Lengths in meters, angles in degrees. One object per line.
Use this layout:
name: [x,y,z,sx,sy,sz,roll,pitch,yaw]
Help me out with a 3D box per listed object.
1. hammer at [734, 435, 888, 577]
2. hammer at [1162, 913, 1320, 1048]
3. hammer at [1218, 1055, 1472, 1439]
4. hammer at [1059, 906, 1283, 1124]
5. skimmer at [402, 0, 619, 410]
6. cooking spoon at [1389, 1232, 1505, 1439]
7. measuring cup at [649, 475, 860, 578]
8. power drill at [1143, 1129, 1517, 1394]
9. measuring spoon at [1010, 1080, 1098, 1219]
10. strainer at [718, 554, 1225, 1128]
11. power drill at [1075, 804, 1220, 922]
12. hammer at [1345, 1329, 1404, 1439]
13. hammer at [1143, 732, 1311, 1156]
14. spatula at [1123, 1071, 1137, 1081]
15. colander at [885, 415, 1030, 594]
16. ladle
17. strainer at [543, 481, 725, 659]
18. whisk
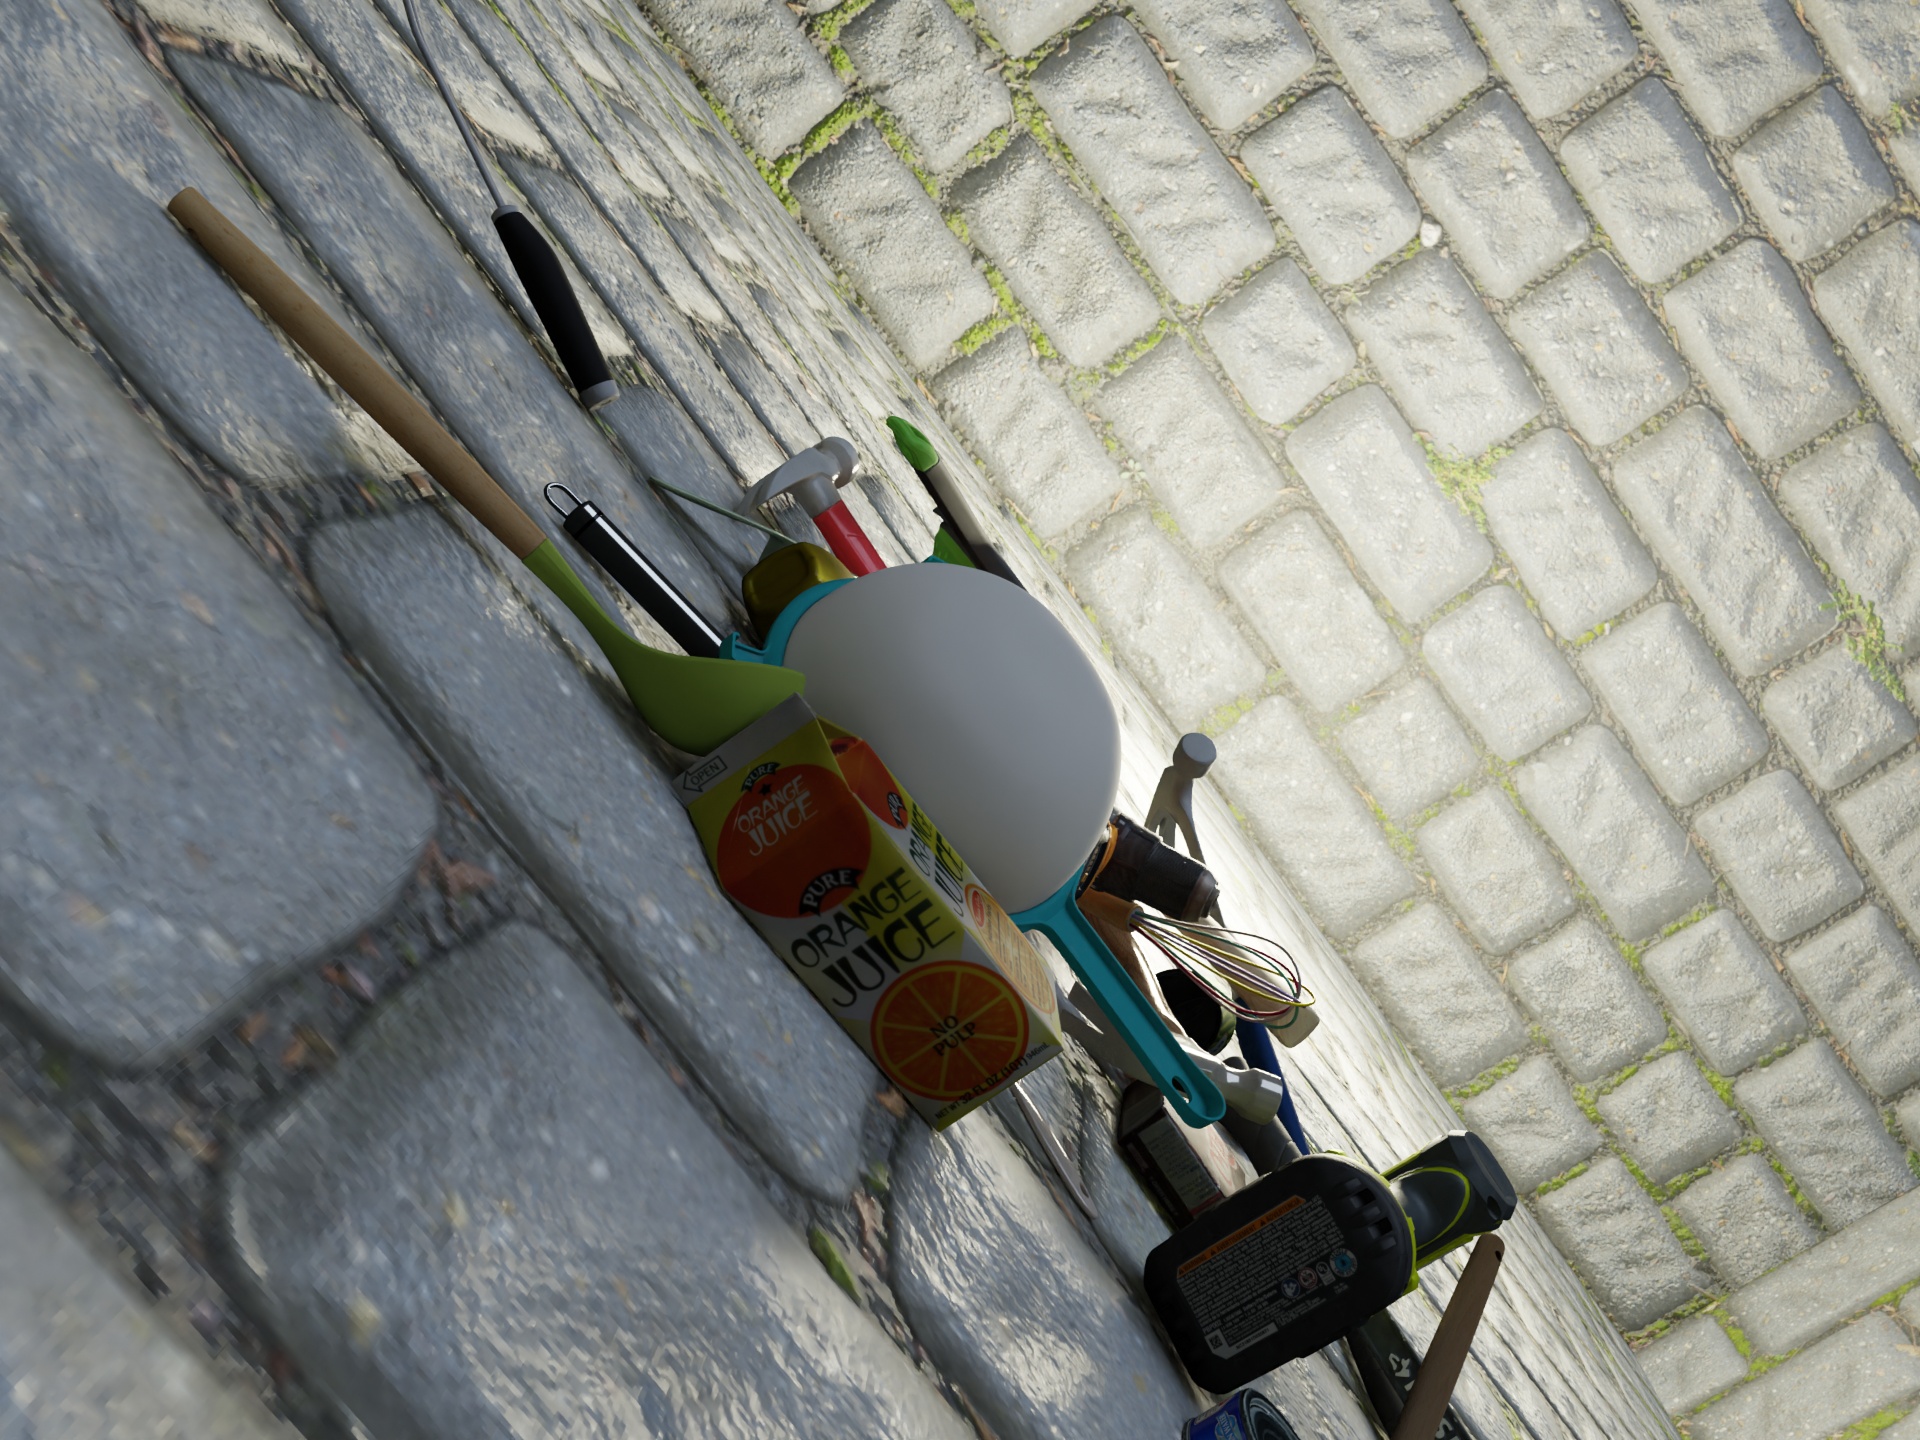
hammer: [-0.021,-0.023,1.156,0.386,0.038,0.143,57,30,-10]
hammer: [0.151,0.127,1.237,0.146,0.038,0.411,47,-1,-28]
hammer: [0.251,0.355,0.971,0.036,0.149,0.409,54,4,-37]
hammer: [0.117,0.176,1.093,0.130,0.031,0.331,21,9,-8]
skimmer: [-0.317,-0.335,0.923,0.363,0.090,0.127,63,7,-5]
cooking spoon: [0.196,0.332,0.707,0.069,0.017,0.319,56,40,-1]
measuring cup: [-0.130,-0.104,1.003,0.167,0.038,0.083,24,6,-34]
power drill: [0.196,0.290,0.859,0.223,0.171,0.080,19,37,-58]
measuring spoon: [0.043,0.200,0.829,0.124,0.018,0.034,59,11,20]
strainer: [0.047,0.047,0.793,0.340,0.095,0.211,54,37,6]
power drill: [0.067,0.076,1.003,0.185,0.084,0.226,26,2,16]
hammer: [0.289,0.462,1.036,0.128,0.033,0.331,49,12,-22]
hammer: [0.219,0.214,1.257,0.144,0.035,0.406,107,-25,-53]
spatula: [0.178,0.280,1.166,0.315,0.018,0.060,39,25,-57]
colander: [-0.010,-0.109,1.270,0.205,0.094,0.396,54,1,29]
ladle: [-0.190,-0.099,0.666,0.320,0.062,0.078,47,-25,-18]
strainer: [-0.113,-0.023,0.796,0.258,0.050,0.087,47,52,-11]
whisk: [0.138,0.146,1.091,0.245,0.047,0.051,24,-45,41]
